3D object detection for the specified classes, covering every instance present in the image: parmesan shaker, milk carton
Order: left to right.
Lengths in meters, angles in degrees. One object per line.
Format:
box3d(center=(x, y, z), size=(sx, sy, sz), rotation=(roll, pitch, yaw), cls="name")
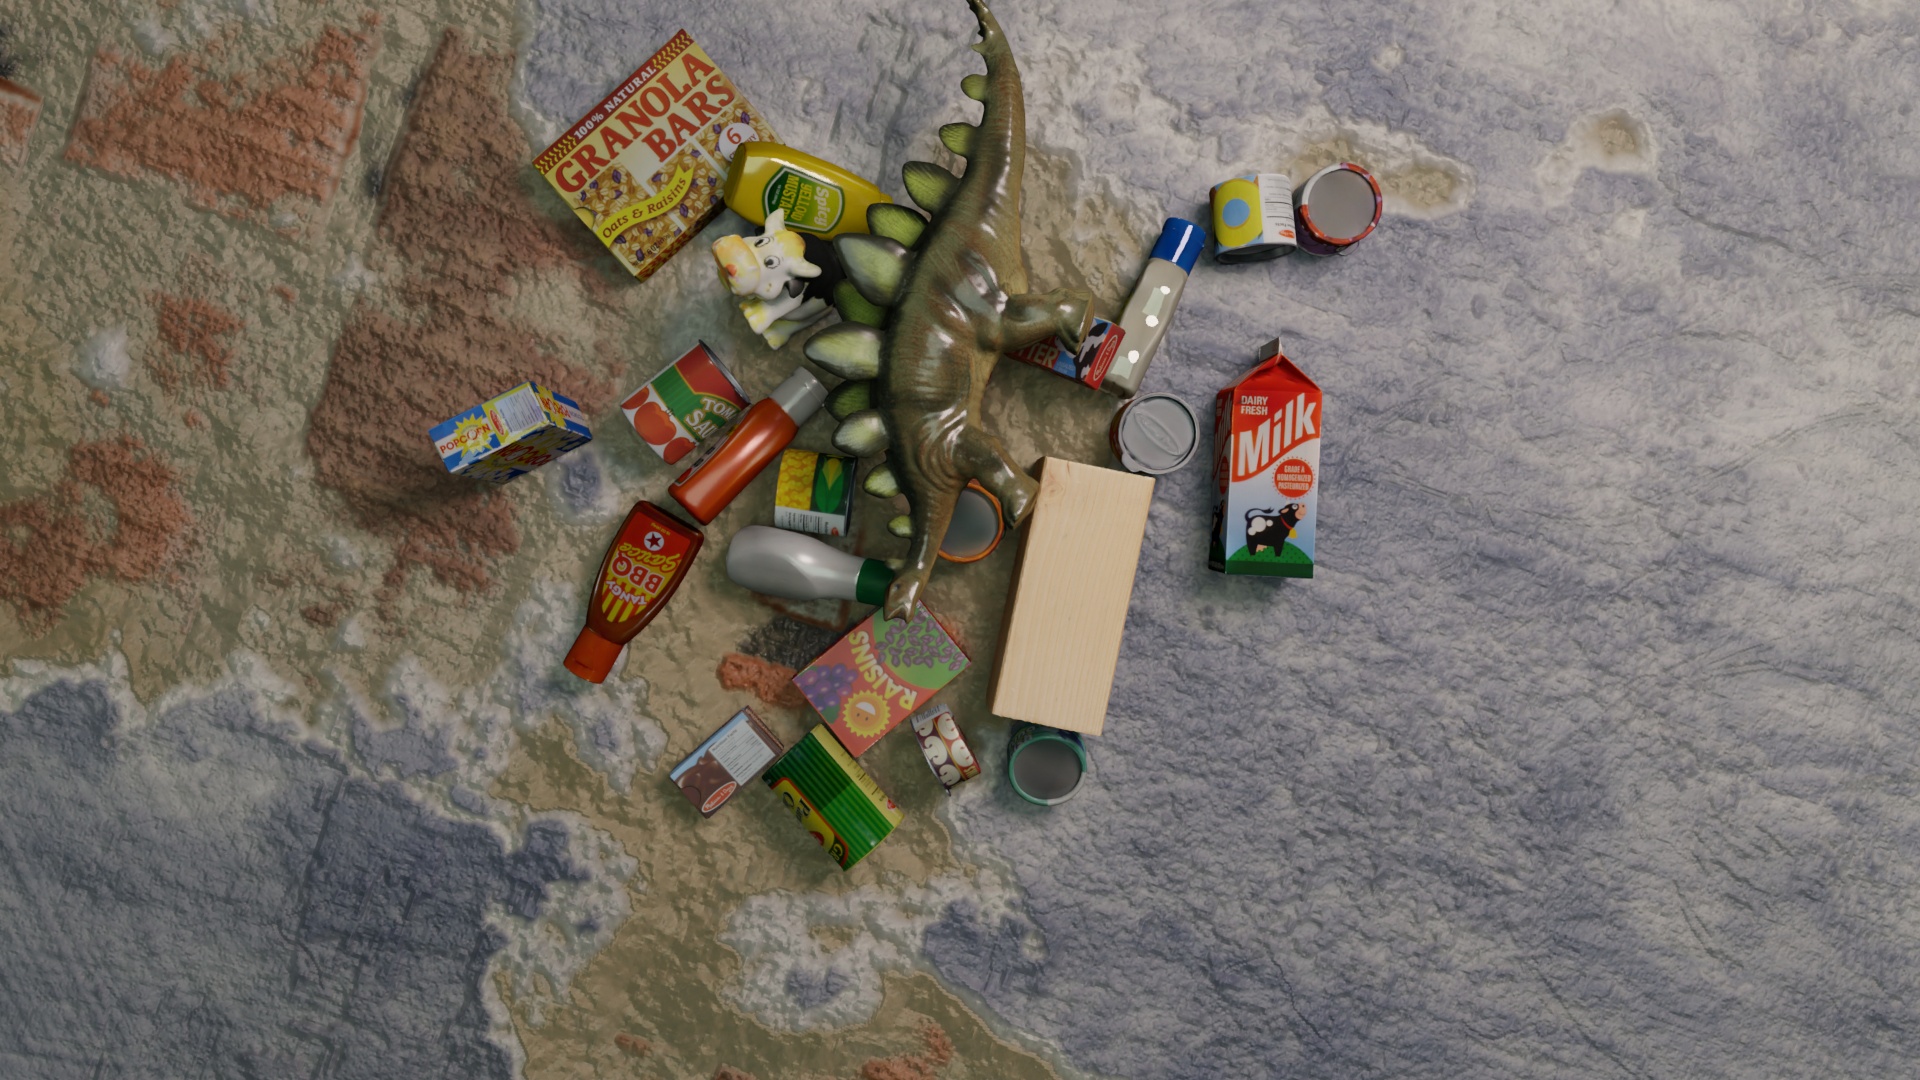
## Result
box3d(center=(-0.104, 0.208, 1.129), size=(0.071, 0.071, 0.103), rotation=(-42, 88, 0), cls="parmesan shaker")
box3d(center=(0.248, -0.067, 1.130), size=(0.073, 0.072, 0.190), rotation=(3, 91, -1), cls="milk carton")

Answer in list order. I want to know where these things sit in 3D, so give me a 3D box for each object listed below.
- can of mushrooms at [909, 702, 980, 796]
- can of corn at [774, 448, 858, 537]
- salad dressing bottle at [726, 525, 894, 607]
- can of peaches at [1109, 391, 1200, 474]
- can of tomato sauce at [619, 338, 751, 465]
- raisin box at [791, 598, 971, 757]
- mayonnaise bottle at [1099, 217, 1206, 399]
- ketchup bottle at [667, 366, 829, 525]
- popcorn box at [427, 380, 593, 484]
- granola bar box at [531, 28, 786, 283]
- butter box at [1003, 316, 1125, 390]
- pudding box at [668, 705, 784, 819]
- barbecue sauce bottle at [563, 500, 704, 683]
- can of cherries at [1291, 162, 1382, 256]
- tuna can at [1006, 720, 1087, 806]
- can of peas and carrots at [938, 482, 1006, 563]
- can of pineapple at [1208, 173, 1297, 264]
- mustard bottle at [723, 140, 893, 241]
box3d(center=(-0.011, 0.170, 1.130), size=(0.033, 0.071, 0.071), rotation=(-28, 92, -2), cls="can of mushrooms")
box3d(center=(-0.116, -0.041, 1.124), size=(0.058, 0.071, 0.071), rotation=(8, 91, -2), cls="can of corn")
box3d(center=(-0.112, 0.025, 1.116), size=(0.148, 0.064, 0.044), rotation=(11, 51, 12), cls="salad dressing bottle")
box3d(center=(0.156, -0.085, 1.134), size=(0.071, 0.058, 0.071), rotation=(0, 92, -2), cls="can of peaches")
box3d(center=(-0.220, -0.109, 1.118), size=(0.083, 0.071, 0.071), rotation=(-38, 92, 0), cls="can of tomato sauce")
box3d(center=(-0.065, 0.106, 1.141), size=(0.123, 0.040, 0.086), rotation=(-39, 92, -1), cls="raisin box")
box3d(center=(0.153, -0.190, 1.131), size=(0.041, 0.064, 0.148), rotation=(25, 86, 4), cls="mayonnaise bottle")
box3d(center=(-0.170, -0.077, 1.125), size=(0.149, 0.064, 0.043), rotation=(-45, 100, -9), cls="ketchup bottle")
box3d(center=(-0.347, -0.082, 1.085), size=(0.085, 0.126, 0.038), rotation=(-26, 88, -1), cls="popcorn box")
box3d(center=(-0.242, -0.311, 1.127), size=(0.165, 0.039, 0.124), rotation=(-42, 92, -1), cls="granola bar box")
box3d(center=(0.079, -0.161, 1.117), size=(0.103, 0.024, 0.053), rotation=(27, 91, 41), cls="butter box")
box3d(center=(-0.192, 0.182, 1.144), size=(0.084, 0.030, 0.049), rotation=(-42, 93, 0), cls="pudding box")
box3d(center=(-0.271, 0.045, 1.132), size=(0.065, 0.043, 0.148), rotation=(30, 91, -3), cls="barbecue sauce bottle")
box3d(center=(0.306, -0.268, 1.134), size=(0.071, 0.058, 0.071), rotation=(0, 91, -1), cls="can of cherries")
box3d(center=(0.069, 0.180, 1.141), size=(0.071, 0.033, 0.070), rotation=(0, 108, 1), cls="tuna can")
box3d(center=(0.004, -0.014, 1.131), size=(0.071, 0.059, 0.071), rotation=(0, 92, -1), cls="can of peas and carrots")
box3d(center=(0.236, -0.260, 1.128), size=(0.071, 0.071, 0.058), rotation=(-5, 88, -1), cls="can of pineapple")
box3d(center=(-0.106, -0.272, 1.115), size=(0.160, 0.049, 0.065), rotation=(10, 117, -23), cls="mustard bottle")
